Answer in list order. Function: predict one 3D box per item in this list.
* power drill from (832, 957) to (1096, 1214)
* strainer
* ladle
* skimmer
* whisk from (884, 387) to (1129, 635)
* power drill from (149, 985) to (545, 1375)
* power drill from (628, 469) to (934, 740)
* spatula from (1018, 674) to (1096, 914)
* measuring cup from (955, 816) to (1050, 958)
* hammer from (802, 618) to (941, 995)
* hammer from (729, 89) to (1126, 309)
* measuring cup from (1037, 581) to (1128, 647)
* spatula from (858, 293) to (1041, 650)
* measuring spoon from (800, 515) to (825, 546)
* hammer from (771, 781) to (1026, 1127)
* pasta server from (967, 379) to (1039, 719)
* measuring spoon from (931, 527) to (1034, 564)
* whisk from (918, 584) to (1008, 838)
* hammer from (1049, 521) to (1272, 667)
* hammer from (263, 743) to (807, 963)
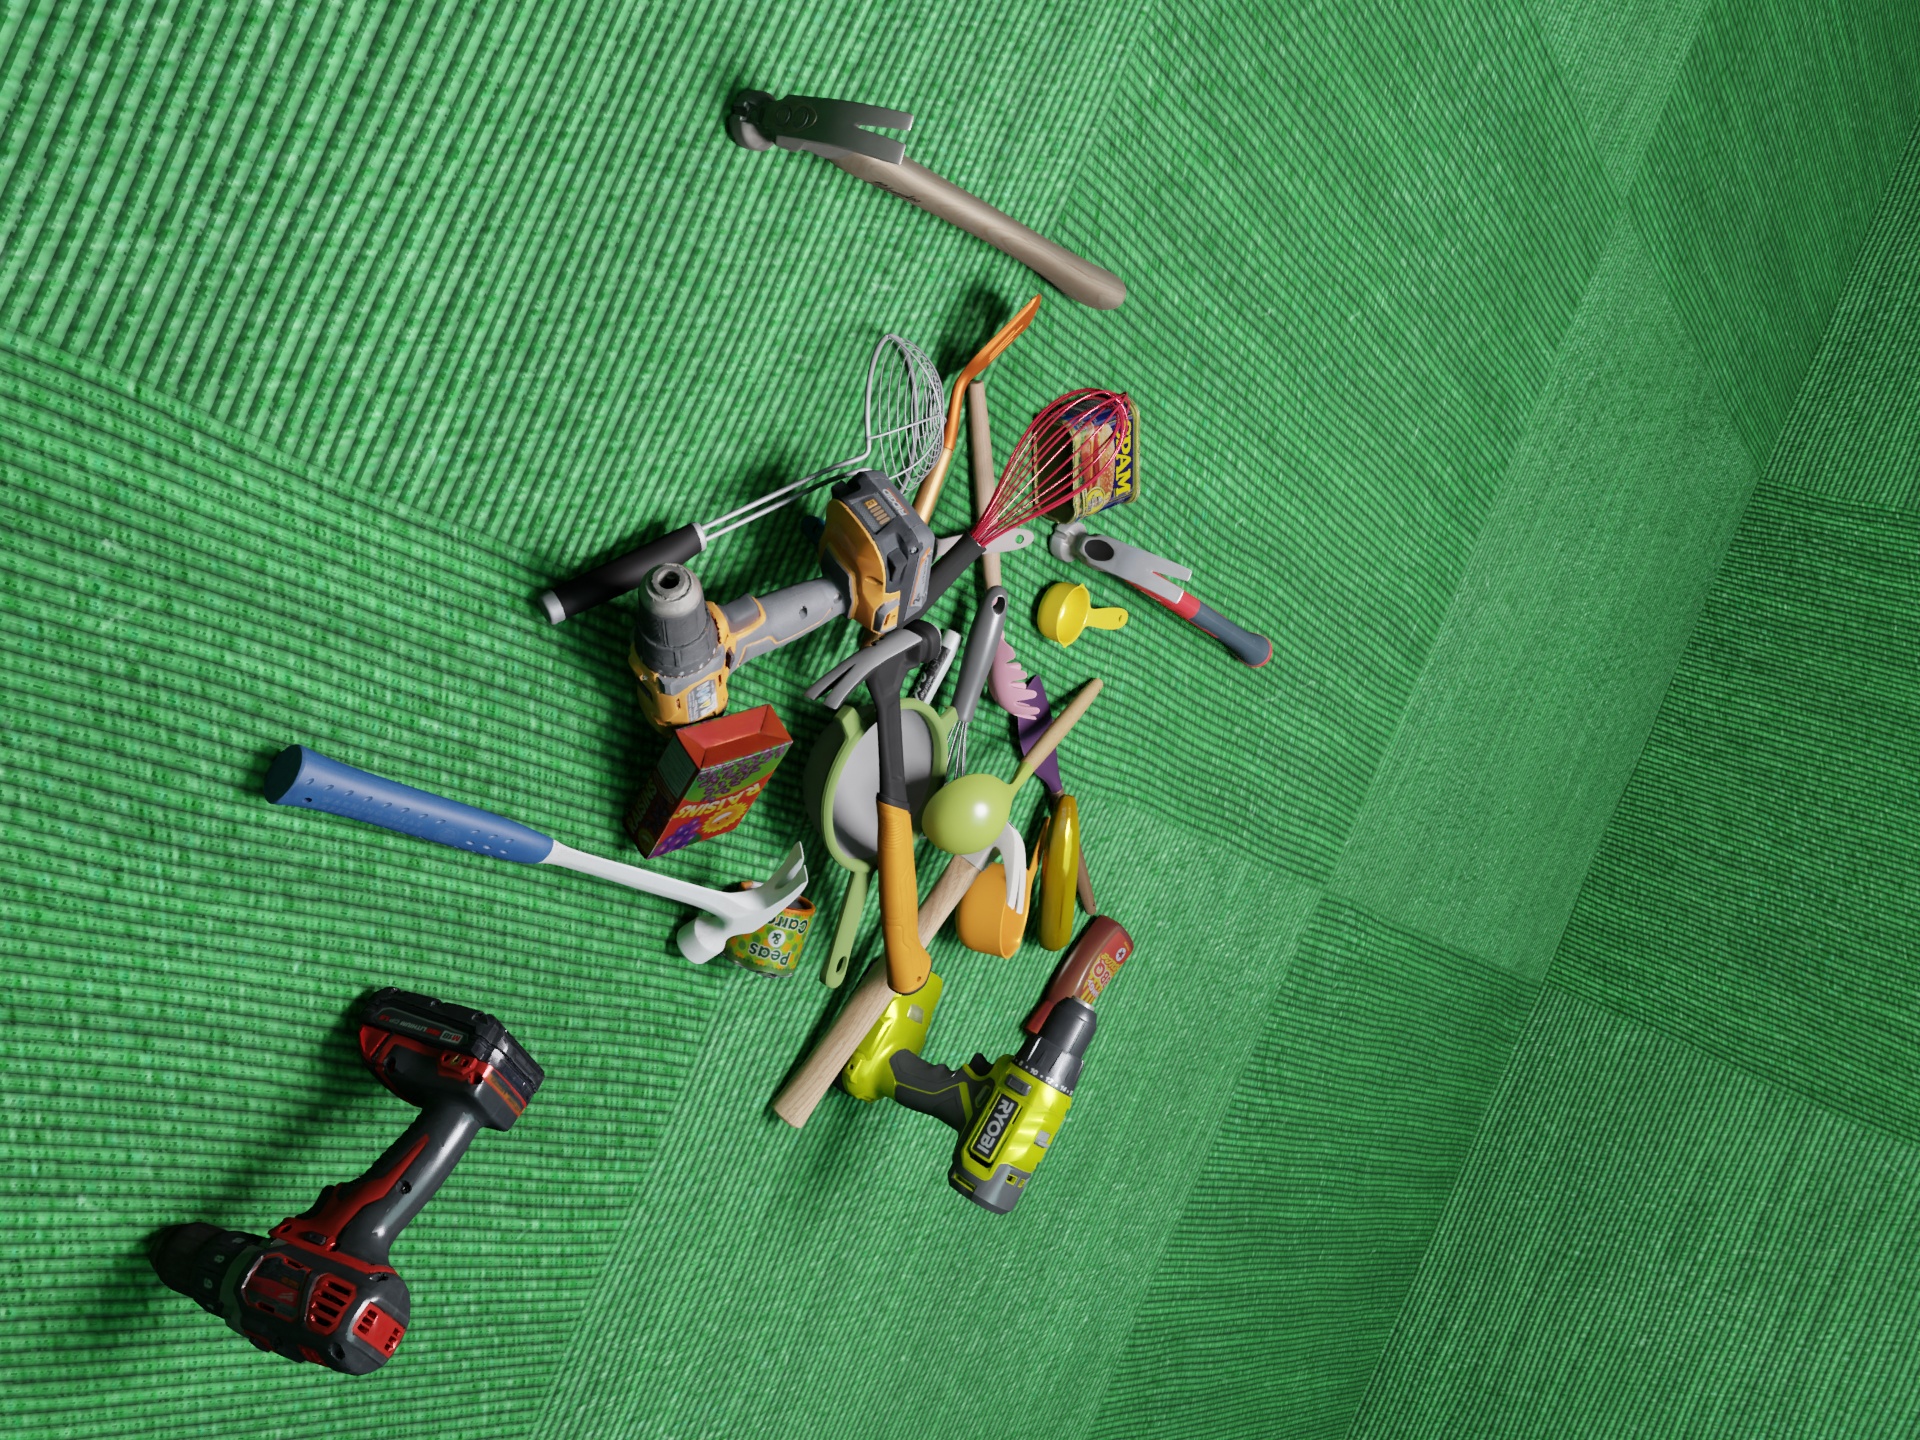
[{"bbox_3d":[0.002,0.299,1.408,0.080,0.229,0.190,39,78,-50],"label":"power drill"},{"bbox_3d":[-0.095,0.094,1.325,0.151,0.069,0.256,-1,110,-54],"label":"strainer"},{"bbox_3d":[0.058,0.026,1.443,0.320,0.062,0.078,-46,157,-53],"label":"ladle"},{"bbox_3d":[-0.153,-0.170,1.160,0.363,0.090,0.127,-30,134,-24],"label":"skimmer"},{"bbox_3d":[0.026,-0.160,1.286,0.296,0.073,0.073,-44,142,11],"label":"whisk"},{"bbox_3d":[-0.396,0.290,1.024,0.227,0.188,0.080,-64,150,-33],"label":"power drill"},{"bbox_3d":[-0.130,-0.089,1.113,0.226,0.084,0.185,-32,161,-19],"label":"power drill"},{"bbox_3d":[0.099,0.087,1.583,0.060,0.018,0.315,-55,141,-35],"label":"spatula"},{"bbox_3d":[0.042,0.151,1.536,0.174,0.052,0.095,-65,156,-45],"label":"measuring cup"},{"bbox_3d":[-0.058,0.090,1.281,0.127,0.034,0.336,-35,134,-40],"label":"hammer"},{"bbox_3d":[0.019,-0.373,1.184,0.410,0.146,0.038,6,103,-55],"label":"hammer"},{"bbox_3d":[0.118,-0.102,1.516,0.156,0.029,0.062,-3,111,-61],"label":"measuring cup"},{"bbox_3d":[-0.013,-0.192,1.272,0.081,0.041,0.322,-116,-133,-88],"label":"spatula"},{"bbox_3d":[-0.082,-0.130,1.264,0.128,0.021,0.042,32,84,-53],"label":"measuring spoon"},{"bbox_3d":[-0.058,0.220,1.413,0.331,0.130,0.031,-55,145,-2],"label":"hammer"},{"bbox_3d":[0.034,-0.141,1.382,0.040,0.060,0.316,-10,118,-7],"label":"pasta server"},{"bbox_3d":[0.009,-0.146,1.332,0.124,0.018,0.034,-10,113,-23],"label":"measuring spoon"},{"bbox_3d":[-0.003,-0.005,1.388,0.055,0.055,0.239,4,108,-50],"label":"whisk"},{"bbox_3d":[0.236,-0.107,1.566,0.386,0.143,0.038,21,95,-55],"label":"hammer"},{"bbox_3d":[-0.278,0.089,1.101,0.144,0.035,0.405,-33,144,26],"label":"hammer"}]
